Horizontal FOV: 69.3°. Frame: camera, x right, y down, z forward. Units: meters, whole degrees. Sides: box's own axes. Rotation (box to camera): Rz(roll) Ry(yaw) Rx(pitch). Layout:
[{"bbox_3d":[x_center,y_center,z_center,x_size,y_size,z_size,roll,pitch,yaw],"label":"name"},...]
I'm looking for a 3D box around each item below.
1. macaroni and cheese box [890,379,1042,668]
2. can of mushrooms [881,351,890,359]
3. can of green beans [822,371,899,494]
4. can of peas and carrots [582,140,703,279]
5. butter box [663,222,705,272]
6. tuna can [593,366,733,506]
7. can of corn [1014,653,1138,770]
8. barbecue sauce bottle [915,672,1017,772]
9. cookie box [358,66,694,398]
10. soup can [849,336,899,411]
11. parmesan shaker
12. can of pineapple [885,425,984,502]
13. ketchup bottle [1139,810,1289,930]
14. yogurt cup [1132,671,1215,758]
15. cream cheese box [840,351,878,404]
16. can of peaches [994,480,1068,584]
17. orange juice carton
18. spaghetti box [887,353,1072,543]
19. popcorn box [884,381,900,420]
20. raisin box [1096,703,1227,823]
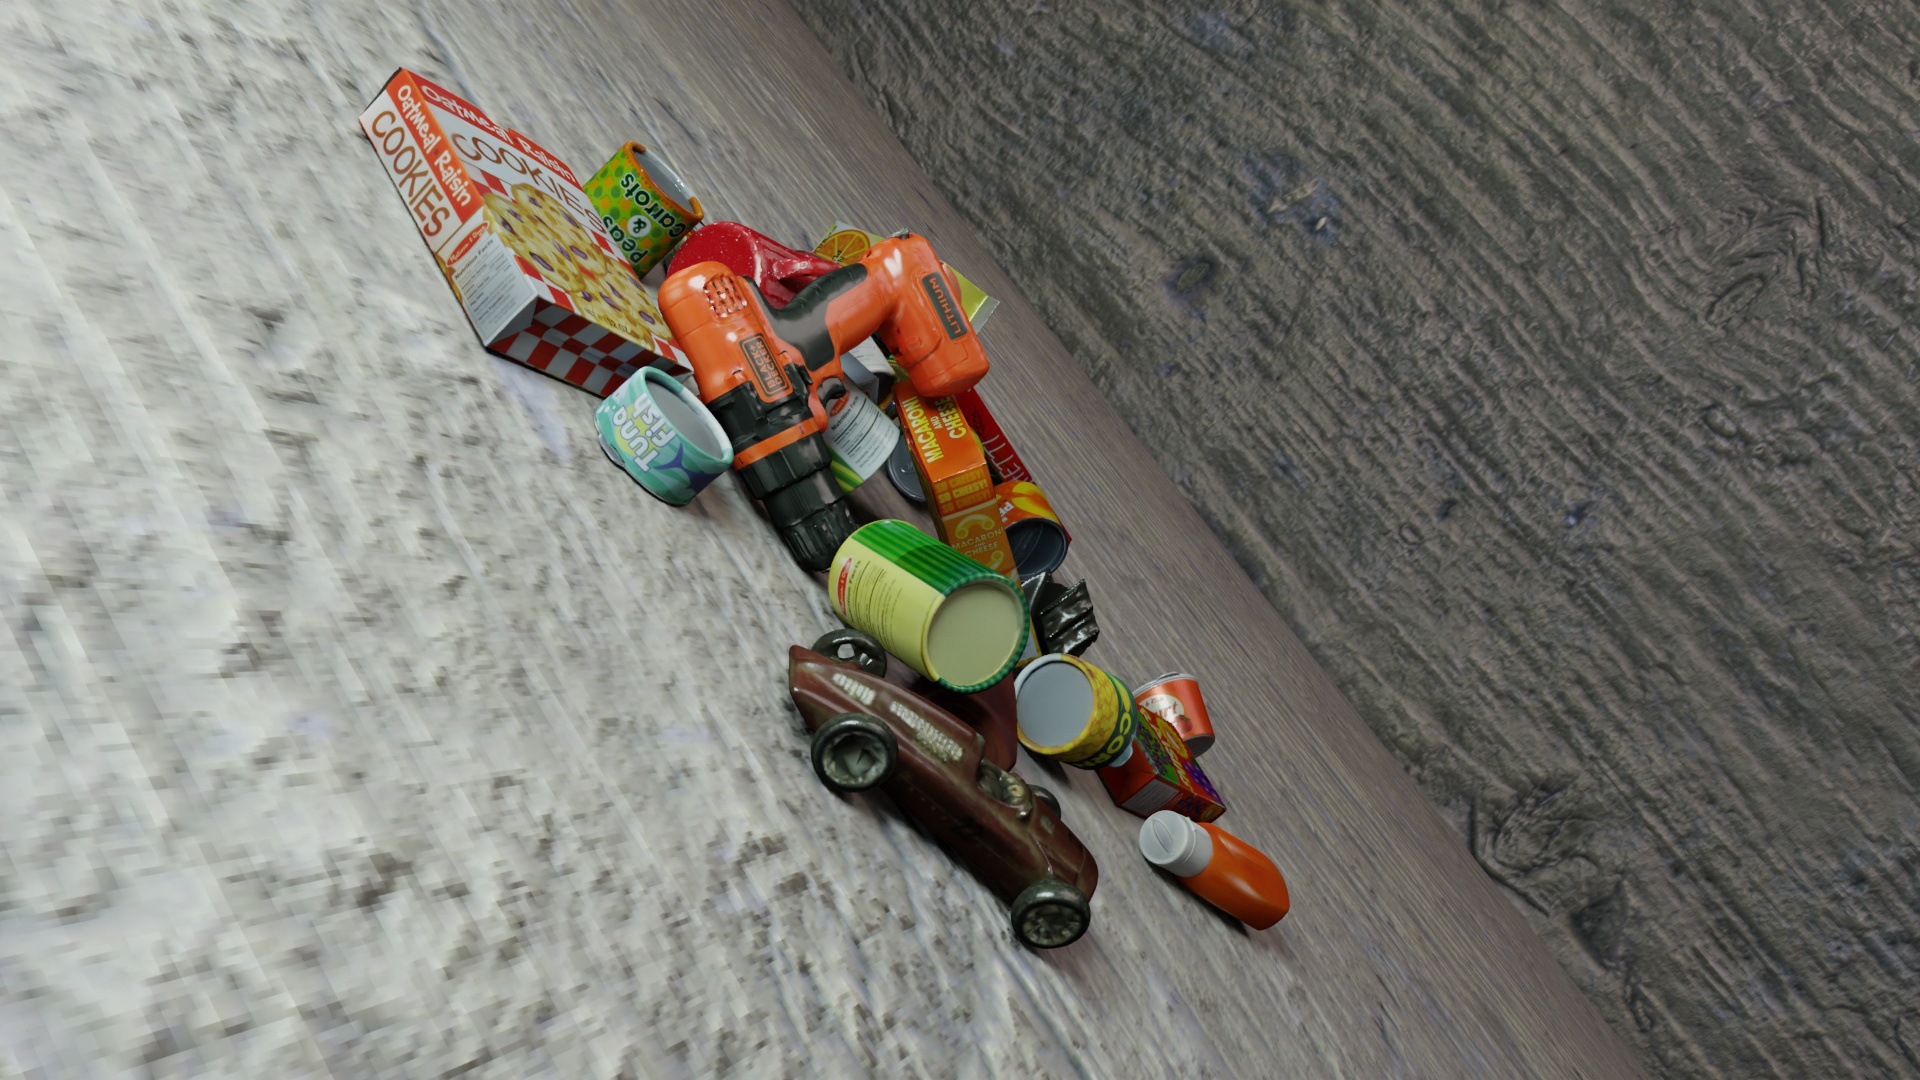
[{"bbox_3d":[0.003,-0.012,0.920,0.124,0.040,0.165,-113,-176,-52],"label":"macaroni and cheese box"},{"bbox_3d":[-0.066,-0.159,1.256,0.071,0.033,0.071,46,13,-13],"label":"can of mushrooms"},{"bbox_3d":[-0.081,-0.068,0.883,0.057,0.071,0.071,46,13,-22],"label":"can of green beans"},{"bbox_3d":[-0.205,-0.208,0.876,0.071,0.058,0.071,46,13,-14],"label":"can of peas and carrots"},{"bbox_3d":[-0.187,-0.199,0.989,0.053,0.024,0.104,39,17,-39],"label":"butter box"},{"bbox_3d":[-0.148,-0.053,0.691,0.071,0.033,0.071,47,13,-14],"label":"tuna can"},{"bbox_3d":[0.073,0.112,0.890,0.058,0.071,0.071,30,23,-54],"label":"can of corn"},{"bbox_3d":[0.006,0.084,0.797,0.065,0.043,0.149,53,12,-11],"label":"barbecue sauce bottle"},{"bbox_3d":[-0.220,-0.152,0.712,0.168,0.040,0.123,56,14,23],"label":"cookie box"},{"bbox_3d":[-0.093,-0.130,1.023,0.084,0.071,0.071,57,15,25],"label":"soup can"},{"bbox_3d":[-0.017,0.036,0.731,0.071,0.071,0.103,41,-8,-35],"label":"parmesan shaker"},{"bbox_3d":[-0.019,-0.062,1.073,0.071,0.071,0.058,51,13,6],"label":"can of pineapple"},{"bbox_3d":[0.175,0.224,0.964,0.148,0.043,0.065,36,18,-45],"label":"ketchup bottle"},{"bbox_3d":[0.170,0.147,1.120,0.072,0.072,0.054,32,30,-54],"label":"yogurt cup"},{"bbox_3d":[-0.096,-0.114,0.950,0.104,0.024,0.053,44,-37,31],"label":"cream cheese box"},{"bbox_3d":[0.047,-0.008,1.138,0.071,0.071,0.058,41,16,-35],"label":"can of peaches"},{"bbox_3d":[-0.051,-0.200,1.173,0.193,0.072,0.073,30,-9,41],"label":"orange juice carton"},{"bbox_3d":[0.020,-0.070,1.160,0.050,0.029,0.249,15,-29,44],"label":"spaghetti box"},{"bbox_3d":[-0.096,-0.147,1.116,0.126,0.038,0.085,50,14,-2],"label":"popcorn box"},{"bbox_3d":[0.137,0.163,1.018,0.123,0.040,0.086,32,21,-50],"label":"raisin box"}]
